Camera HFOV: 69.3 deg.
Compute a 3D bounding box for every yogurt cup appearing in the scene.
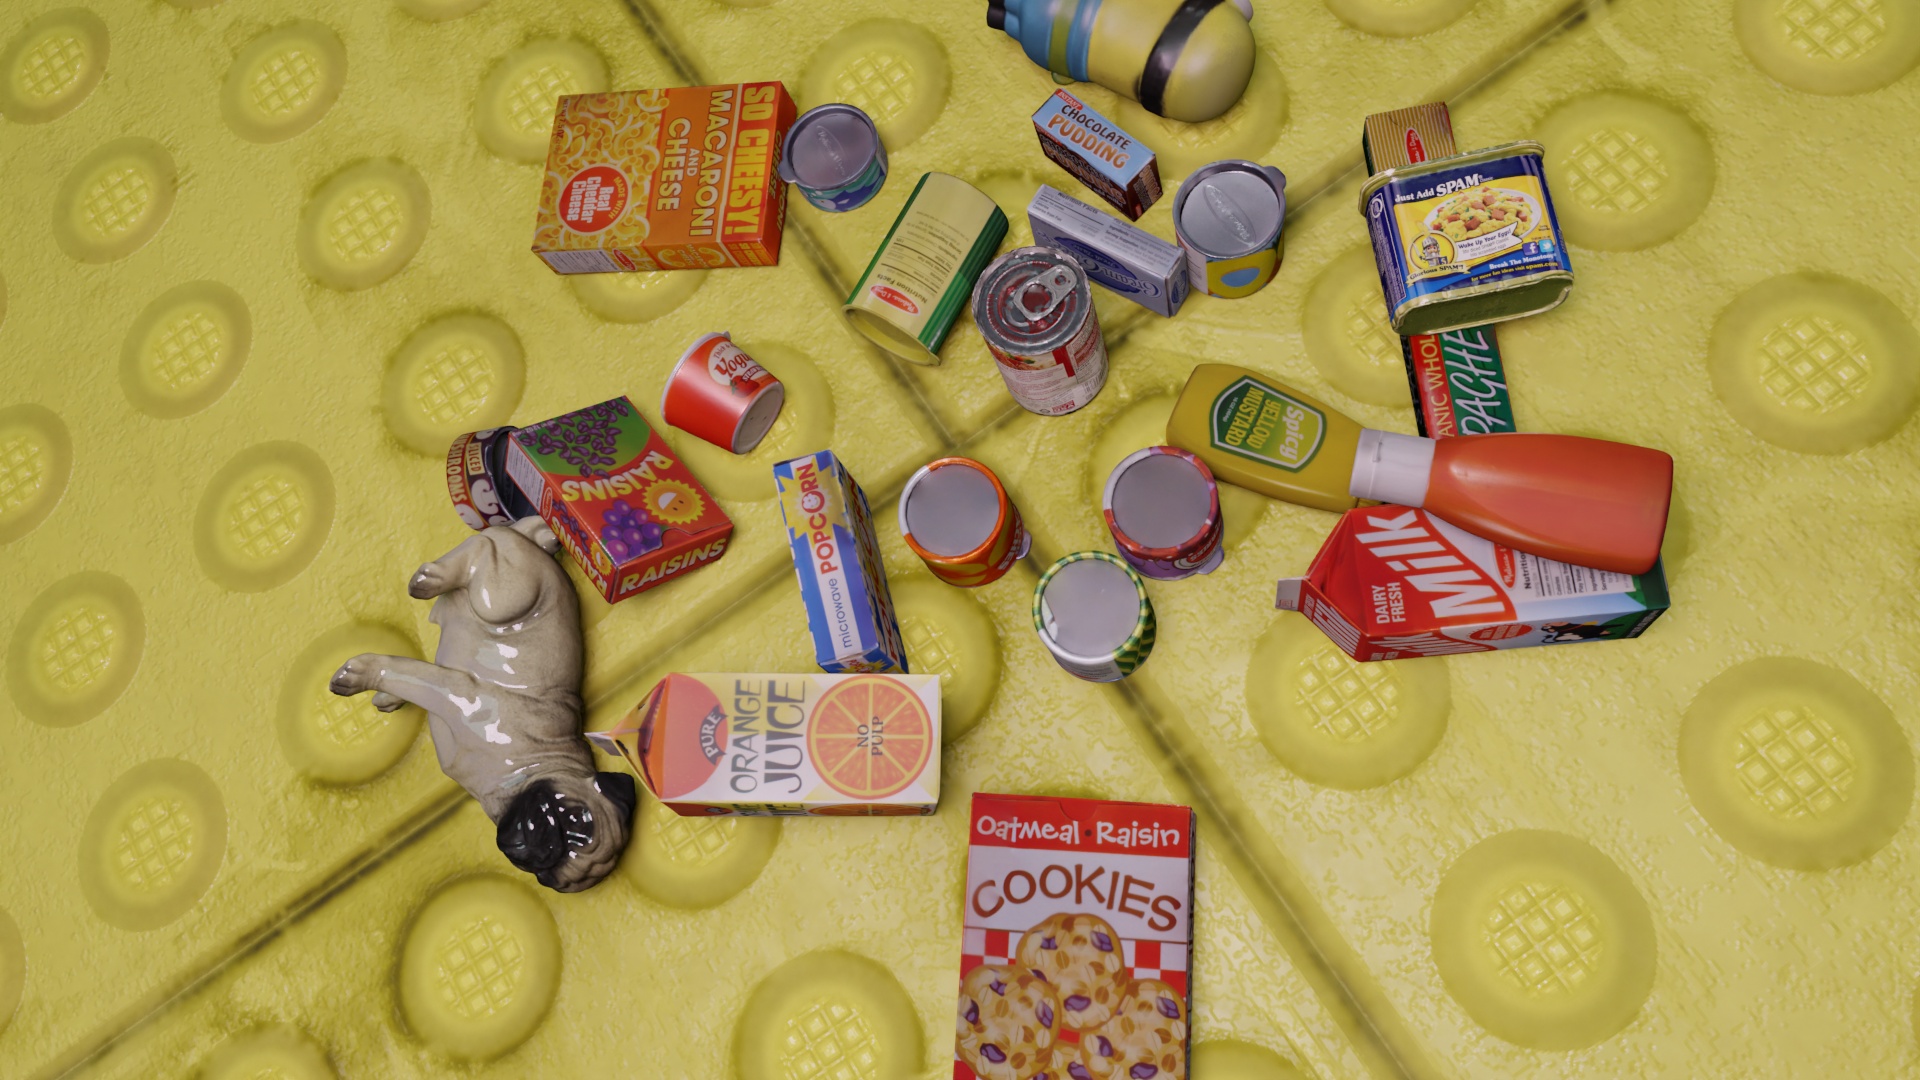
[{"bbox_3d":[-0.149,-0.091,0.883,0.054,0.072,0.072,32,83,11],"label":"yogurt cup"}]

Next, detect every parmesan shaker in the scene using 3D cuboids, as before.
[{"bbox_3d":[-0.019,-0.170,0.878,0.071,0.071,0.103,27,80,18],"label":"parmesan shaker"}]

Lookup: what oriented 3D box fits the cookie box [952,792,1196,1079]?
[{"bbox_3d":[0.063,0.225,0.752,0.123,0.040,0.168,1,74,13],"label":"cookie box"}]

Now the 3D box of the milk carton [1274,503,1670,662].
[{"bbox_3d":[0.268,0.020,0.754,0.190,0.072,0.073,-6,72,10],"label":"milk carton"}]

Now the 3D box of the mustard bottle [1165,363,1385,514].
[{"bbox_3d":[0.201,-0.051,0.801,0.160,0.048,0.065,23,81,18],"label":"mustard bottle"}]

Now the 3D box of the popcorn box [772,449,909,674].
[{"bbox_3d":[-0.069,0.020,0.820,0.038,0.085,0.127,-17,70,6],"label":"popcorn box"}]

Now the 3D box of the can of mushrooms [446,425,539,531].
[{"bbox_3d":[-0.301,-0.040,0.896,0.033,0.071,0.071,-8,72,11],"label":"can of mushrooms"}]

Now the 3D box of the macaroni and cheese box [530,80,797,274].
[{"bbox_3d":[-0.201,-0.248,0.954,0.166,0.040,0.124,1,74,13],"label":"macaroni and cheese box"}]

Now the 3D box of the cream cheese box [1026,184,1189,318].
[{"bbox_3d":[0.091,-0.179,0.862,0.104,0.053,0.024,30,81,19],"label":"cream cheese box"}]

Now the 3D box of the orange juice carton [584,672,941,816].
[{"bbox_3d":[-0.108,0.116,0.783,0.193,0.071,0.073,1,73,-3],"label":"orange juice carton"}]

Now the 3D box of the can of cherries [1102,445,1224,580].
[{"bbox_3d":[0.120,-0.014,0.803,0.071,0.058,0.071,-4,73,12],"label":"can of cherries"}]

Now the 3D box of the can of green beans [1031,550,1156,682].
[{"bbox_3d":[0.077,0.044,0.795,0.071,0.057,0.071,-3,73,11],"label":"can of green beans"}]

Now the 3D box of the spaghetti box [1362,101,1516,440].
[{"bbox_3d":[0.283,-0.142,0.822,0.050,0.028,0.250,-8,72,10],"label":"spaghetti box"}]

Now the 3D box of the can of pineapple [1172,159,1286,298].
[{"bbox_3d":[0.166,-0.189,0.846,0.071,0.057,0.071,-3,73,11],"label":"can of pineapple"}]

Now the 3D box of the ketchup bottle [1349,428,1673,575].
[{"bbox_3d":[0.276,-0.027,0.704,0.149,0.043,0.065,12,74,16],"label":"ketchup bottle"}]

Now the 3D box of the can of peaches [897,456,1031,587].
[{"bbox_3d":[0.003,-0.010,0.827,0.071,0.058,0.071,-4,73,12],"label":"can of peaches"}]

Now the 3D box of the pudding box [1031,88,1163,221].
[{"bbox_3d":[0.088,-0.246,0.885,0.084,0.049,0.030,42,88,20],"label":"pudding box"}]

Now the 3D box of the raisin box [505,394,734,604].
[{"bbox_3d":[-0.213,-0.028,0.868,0.086,0.039,0.123,-25,63,-40],"label":"raisin box"}]

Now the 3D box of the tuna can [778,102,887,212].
[{"bbox_3d":[-0.086,-0.255,0.934,0.071,0.032,0.071,-3,73,11],"label":"tuna can"}]
